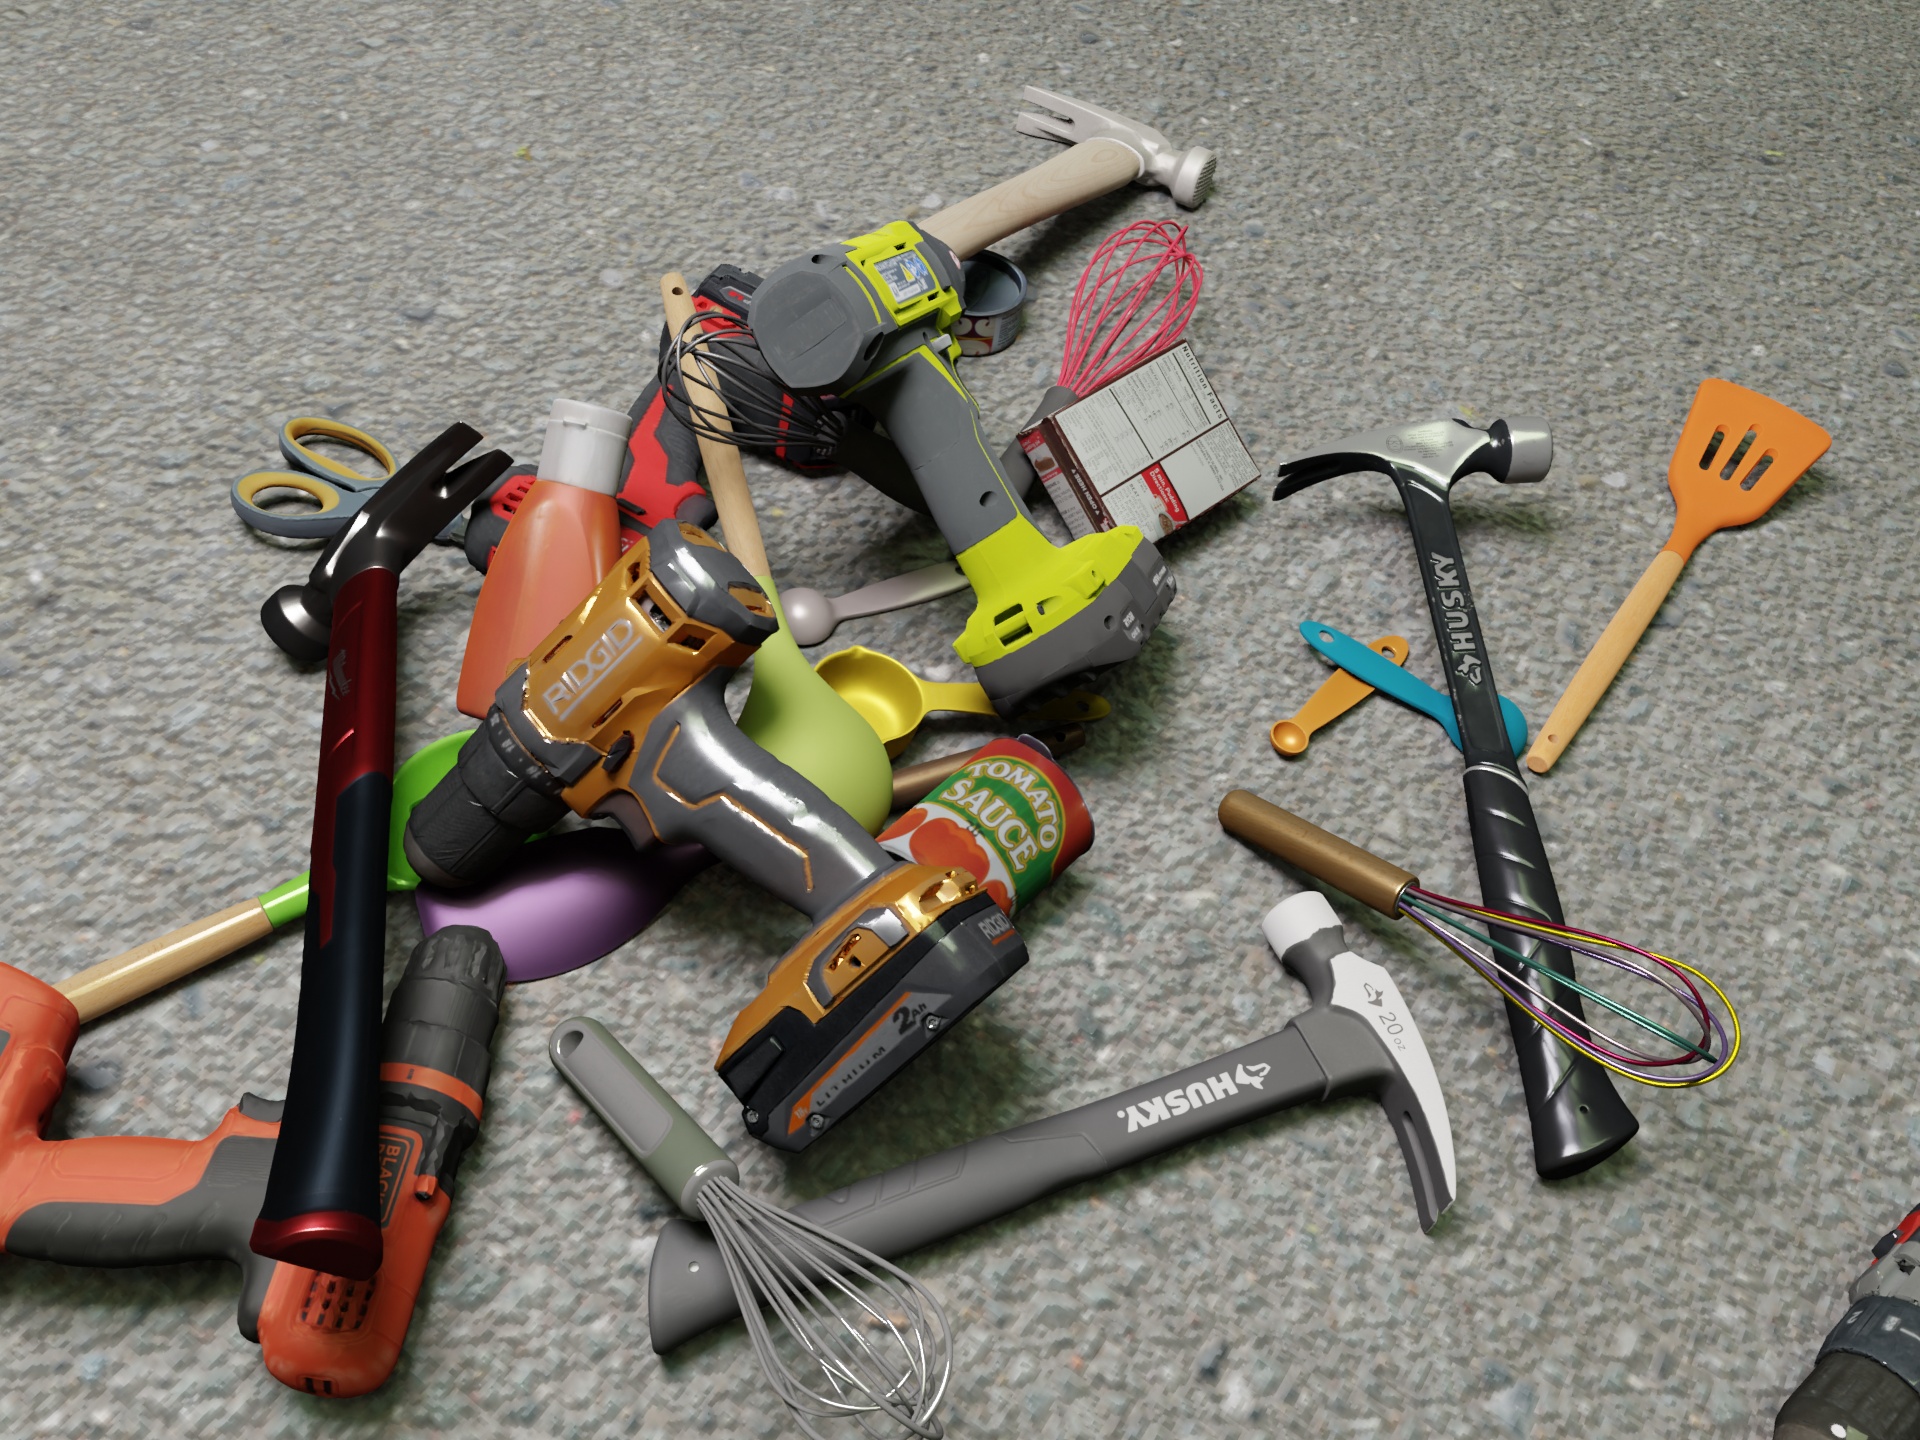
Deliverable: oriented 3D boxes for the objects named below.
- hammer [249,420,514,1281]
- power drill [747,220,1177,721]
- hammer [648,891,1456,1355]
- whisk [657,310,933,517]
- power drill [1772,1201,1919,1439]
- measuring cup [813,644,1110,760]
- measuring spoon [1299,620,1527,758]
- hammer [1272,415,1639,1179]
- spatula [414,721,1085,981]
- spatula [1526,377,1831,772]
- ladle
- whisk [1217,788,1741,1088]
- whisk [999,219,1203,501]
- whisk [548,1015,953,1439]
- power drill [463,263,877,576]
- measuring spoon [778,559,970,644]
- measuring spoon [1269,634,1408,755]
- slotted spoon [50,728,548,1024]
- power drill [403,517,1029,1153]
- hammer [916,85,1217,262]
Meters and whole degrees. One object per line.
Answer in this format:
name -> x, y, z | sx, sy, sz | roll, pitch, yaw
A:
hammer -> -0.225, 0.030, 0.614 | 0.143, 0.038, 0.387 | -38, 41, 16
power drill -> 0.008, -0.127, 0.750 | 0.223, 0.080, 0.171 | 57, 28, -10
hammer -> 0.039, 0.176, 0.629 | 0.334, 0.035, 0.146 | -15, 55, -18
whisk -> -0.062, -0.136, 0.774 | 0.055, 0.238, 0.055 | -7, 77, 31
power drill -> 0.422, 0.283, 0.569 | 0.188, 0.080, 0.227 | -29, 58, -26
measuring cup -> -0.001, -0.002, 0.778 | 0.156, 0.029, 0.062 | 2, 50, -20
measuring spoon -> 0.233, -0.022, 0.811 | 0.128, 0.021, 0.042 | 31, 52, 9
hammer -> 0.247, 0.013, 0.762 | 0.149, 0.036, 0.409 | -2, 57, 1
spatula -> -0.083, 0.051, 0.723 | 0.316, 0.018, 0.060 | -17, 77, -20
spatula -> 0.385, -0.081, 0.873 | 0.081, 0.041, 0.323 | 33, 56, 17
ladle -> -0.102, -0.079, 0.746 | 0.078, 0.062, 0.320 | -11, 64, -15
whisk -> 0.212, 0.084, 0.682 | 0.245, 0.047, 0.051 | 29, 12, 40
whisk -> 0.067, -0.195, 0.912 | 0.073, 0.073, 0.296 | 25, 57, 12
whisk -> -0.086, 0.172, 0.567 | 0.058, 0.059, 0.247 | -51, 45, -10
power drill -> -0.133, -0.126, 0.818 | 0.143, 0.078, 0.220 | 29, 57, 6
measuring spoon -> -0.041, -0.069, 0.823 | 0.124, 0.018, 0.034 | -18, 56, -21
measuring spoon -> 0.195, -0.013, 0.817 | 0.021, 0.011, 0.117 | 44, 55, 17
slotted spoon -> -0.314, 0.090, 0.658 | 0.314, 0.031, 0.070 | -27, 77, -23
power drill -> -0.106, 0.060, 0.632 | 0.185, 0.084, 0.226 | -42, 80, 12
hammer -> 0.013, -0.305, 0.950 | 0.146, 0.038, 0.411 | 28, 40, 16
